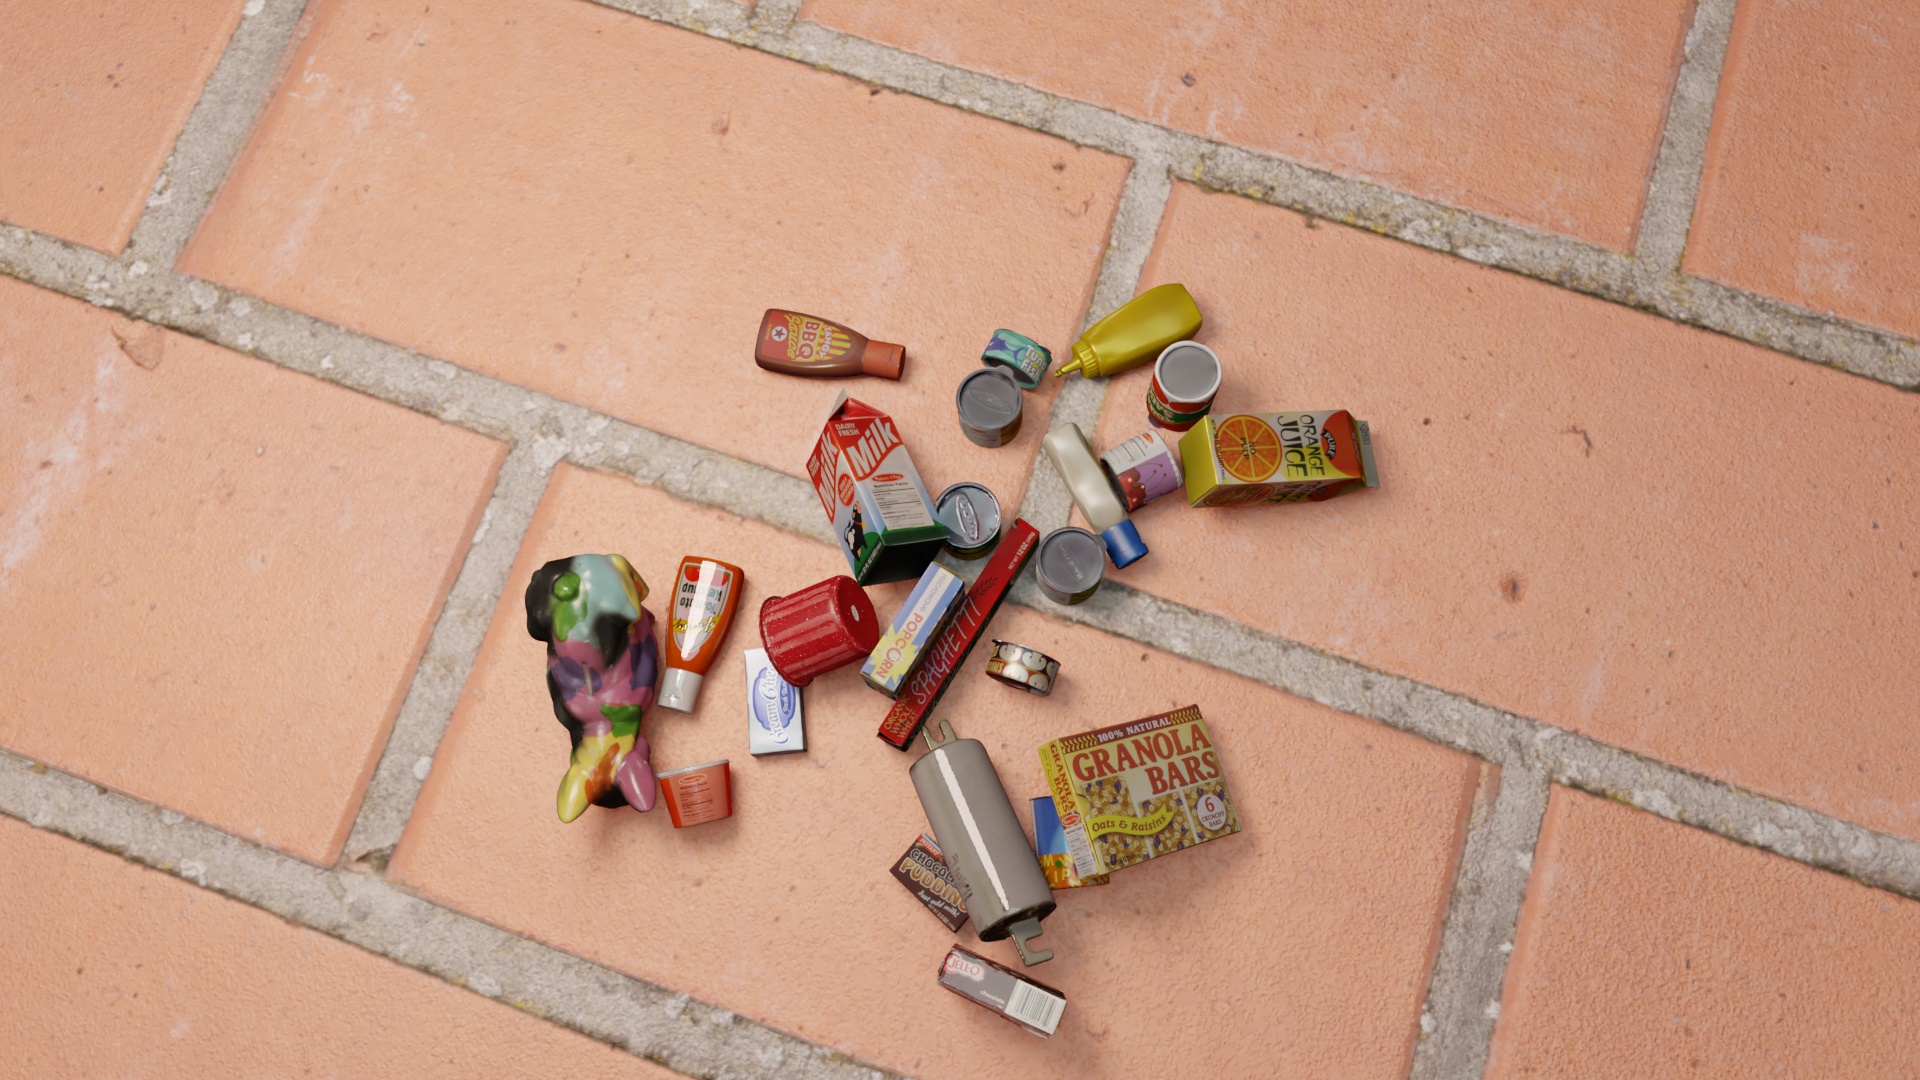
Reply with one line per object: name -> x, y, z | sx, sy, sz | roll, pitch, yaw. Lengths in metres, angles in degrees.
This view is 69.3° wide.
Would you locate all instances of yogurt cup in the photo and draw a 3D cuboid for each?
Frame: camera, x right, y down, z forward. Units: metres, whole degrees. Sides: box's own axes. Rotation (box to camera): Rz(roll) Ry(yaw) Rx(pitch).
yogurt cup -> -0.245, 0.237, 1.298 | 0.072, 0.072, 0.054 | -12, 83, -1

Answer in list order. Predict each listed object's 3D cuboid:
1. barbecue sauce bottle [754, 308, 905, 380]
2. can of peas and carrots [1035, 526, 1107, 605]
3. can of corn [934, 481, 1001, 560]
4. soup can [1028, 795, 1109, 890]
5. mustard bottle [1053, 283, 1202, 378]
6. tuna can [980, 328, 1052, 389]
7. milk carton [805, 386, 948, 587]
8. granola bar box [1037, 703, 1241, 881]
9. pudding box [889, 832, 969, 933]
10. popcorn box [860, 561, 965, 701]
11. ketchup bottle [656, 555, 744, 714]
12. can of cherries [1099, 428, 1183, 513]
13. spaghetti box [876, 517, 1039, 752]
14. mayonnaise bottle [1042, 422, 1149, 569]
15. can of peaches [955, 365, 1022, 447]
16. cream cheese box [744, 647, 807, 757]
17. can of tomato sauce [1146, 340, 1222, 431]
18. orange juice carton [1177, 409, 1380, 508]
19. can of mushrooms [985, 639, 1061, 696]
barbecue sauce bottle -> -0.132, -0.194, 1.420 | 0.148, 0.043, 0.065 | 11, 75, 4
can of peas and carrots -> 0.108, 0.024, 1.345 | 0.071, 0.058, 0.071 | 0, 75, 1
can of corn -> 0.005, -0.017, 1.360 | 0.071, 0.058, 0.071 | 0, 75, 2
soup can -> 0.102, 0.275, 1.272 | 0.071, 0.071, 0.084 | -6, 76, 0
mustard bottle -> 0.164, -0.203, 1.409 | 0.160, 0.048, 0.065 | -26, 75, -4
tuna can -> 0.058, -0.182, 1.396 | 0.071, 0.071, 0.033 | 26, 80, 8
milk carton -> -0.090, -0.055, 1.343 | 0.073, 0.072, 0.191 | -8, 58, -33
granola bar box -> 0.164, 0.226, 1.260 | 0.166, 0.039, 0.124 | -9, 72, -31
pudding box -> -0.020, 0.316, 1.285 | 0.084, 0.030, 0.050 | 42, 79, 11
popcorn box -> -0.043, 0.088, 1.319 | 0.038, 0.085, 0.127 | 31, 78, 8
ketchup bottle -> -0.257, 0.092, 1.347 | 0.065, 0.043, 0.149 | 12, 76, 5
can of cherries -> 0.178, -0.066, 1.364 | 0.058, 0.071, 0.071 | -28, 76, -5
spaghetti box -> 0.000, 0.091, 1.335 | 0.029, 0.050, 0.250 | 31, 78, 11
mayonnaise bottle -> 0.133, -0.043, 1.362 | 0.041, 0.064, 0.148 | -30, 80, 3
can of peaches -> 0.031, -0.134, 1.390 | 0.071, 0.058, 0.071 | -1, 75, 2
cream cheese box -> -0.178, 0.154, 1.338 | 0.053, 0.024, 0.104 | -7, 75, 2
can of tomato sauce -> 0.219, -0.152, 1.375 | 0.071, 0.083, 0.071 | 0, 75, 2
orange juice carton -> 0.316, -0.080, 1.346 | 0.193, 0.072, 0.072 | -4, 74, -15
can of mushrooms -> 0.057, 0.121, 1.316 | 0.071, 0.071, 0.033 | 19, 78, 7
